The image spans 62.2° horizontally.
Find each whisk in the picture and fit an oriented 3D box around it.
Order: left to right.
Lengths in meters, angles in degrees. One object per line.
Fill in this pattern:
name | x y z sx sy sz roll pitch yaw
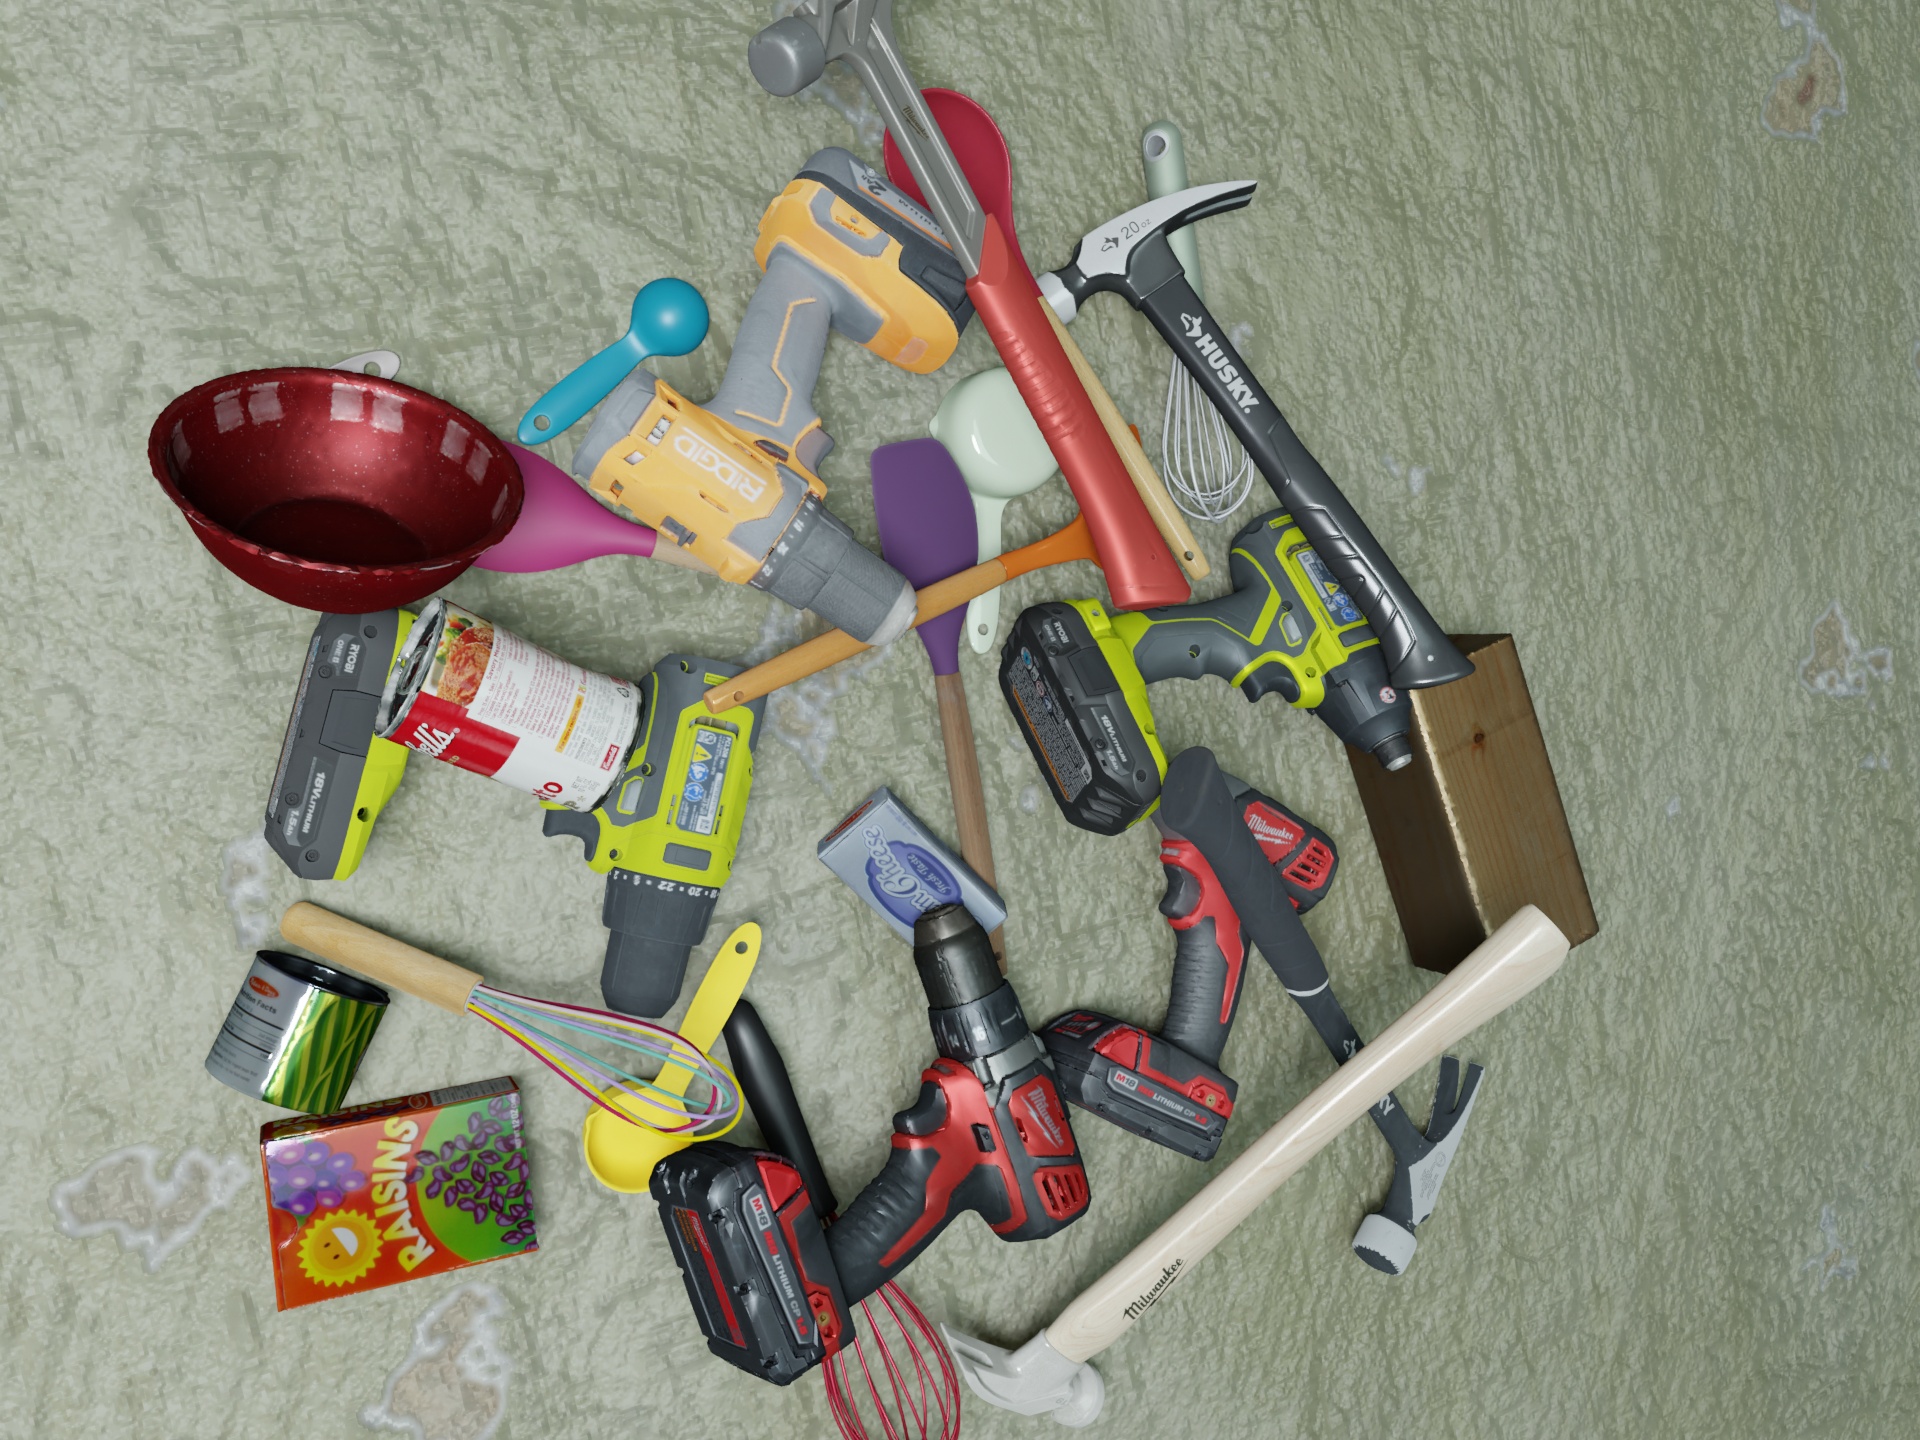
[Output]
whisk | -0.219 0.145 0.775 0.245 0.051 0.047 22 68 3
whisk | -0.071 0.290 0.881 0.073 0.073 0.296 -23 95 -21
whisk | 0.139 -0.242 0.970 0.059 0.058 0.246 -11 93 -57

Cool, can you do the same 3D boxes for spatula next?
spatula | -0.003 -0.075 0.879 0.322 0.041 0.081 -27 119 -27
spatula | -0.001 -0.003 0.912 0.059 0.018 0.316 -13 101 -21

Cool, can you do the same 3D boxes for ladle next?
ladle | 0.056 -0.216 0.903 0.069 0.031 0.315 -31 91 21

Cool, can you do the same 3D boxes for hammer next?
hammer | 0.032 -0.215 0.829 0.149 0.037 0.358 -46 115 -35
hammer | 0.171 0.245 0.892 0.410 0.038 0.146 -43 135 4
hammer | 0.189 -0.158 0.923 0.146 0.035 0.335 -35 86 0
hammer | 0.217 0.164 0.947 0.149 0.036 0.408 -52 127 -25

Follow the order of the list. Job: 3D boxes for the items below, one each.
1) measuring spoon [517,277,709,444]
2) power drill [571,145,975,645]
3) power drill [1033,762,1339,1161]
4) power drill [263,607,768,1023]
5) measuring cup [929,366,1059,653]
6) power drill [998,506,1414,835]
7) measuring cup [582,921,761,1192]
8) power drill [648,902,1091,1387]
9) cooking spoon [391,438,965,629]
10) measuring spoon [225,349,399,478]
measuring spoon | -0.182 -0.188 0.839 0.128 0.021 0.042 -45 107 -17
power drill | -0.067 -0.163 0.828 0.185 0.084 0.226 34 65 -12
power drill | 0.131 0.136 0.956 0.143 0.078 0.220 31 76 -22
power drill | -0.220 0.044 0.800 0.228 0.080 0.190 15 84 -26
measuring cup | 0.023 -0.123 0.920 0.083 0.038 0.167 5 87 -23
power drill | 0.151 -0.023 0.933 0.223 0.080 0.171 -18 70 -21
measuring cup | -0.150 0.176 0.851 0.062 0.029 0.156 30 84 -20
power drill | -0.043 0.216 0.834 0.226 0.080 0.188 -21 93 -34
cooking spoon | -0.141 -0.090 0.861 0.318 0.017 0.069 13 80 -24
measuring spoon | -0.333 -0.151 0.782 0.124 0.018 0.034 -36 116 -26
